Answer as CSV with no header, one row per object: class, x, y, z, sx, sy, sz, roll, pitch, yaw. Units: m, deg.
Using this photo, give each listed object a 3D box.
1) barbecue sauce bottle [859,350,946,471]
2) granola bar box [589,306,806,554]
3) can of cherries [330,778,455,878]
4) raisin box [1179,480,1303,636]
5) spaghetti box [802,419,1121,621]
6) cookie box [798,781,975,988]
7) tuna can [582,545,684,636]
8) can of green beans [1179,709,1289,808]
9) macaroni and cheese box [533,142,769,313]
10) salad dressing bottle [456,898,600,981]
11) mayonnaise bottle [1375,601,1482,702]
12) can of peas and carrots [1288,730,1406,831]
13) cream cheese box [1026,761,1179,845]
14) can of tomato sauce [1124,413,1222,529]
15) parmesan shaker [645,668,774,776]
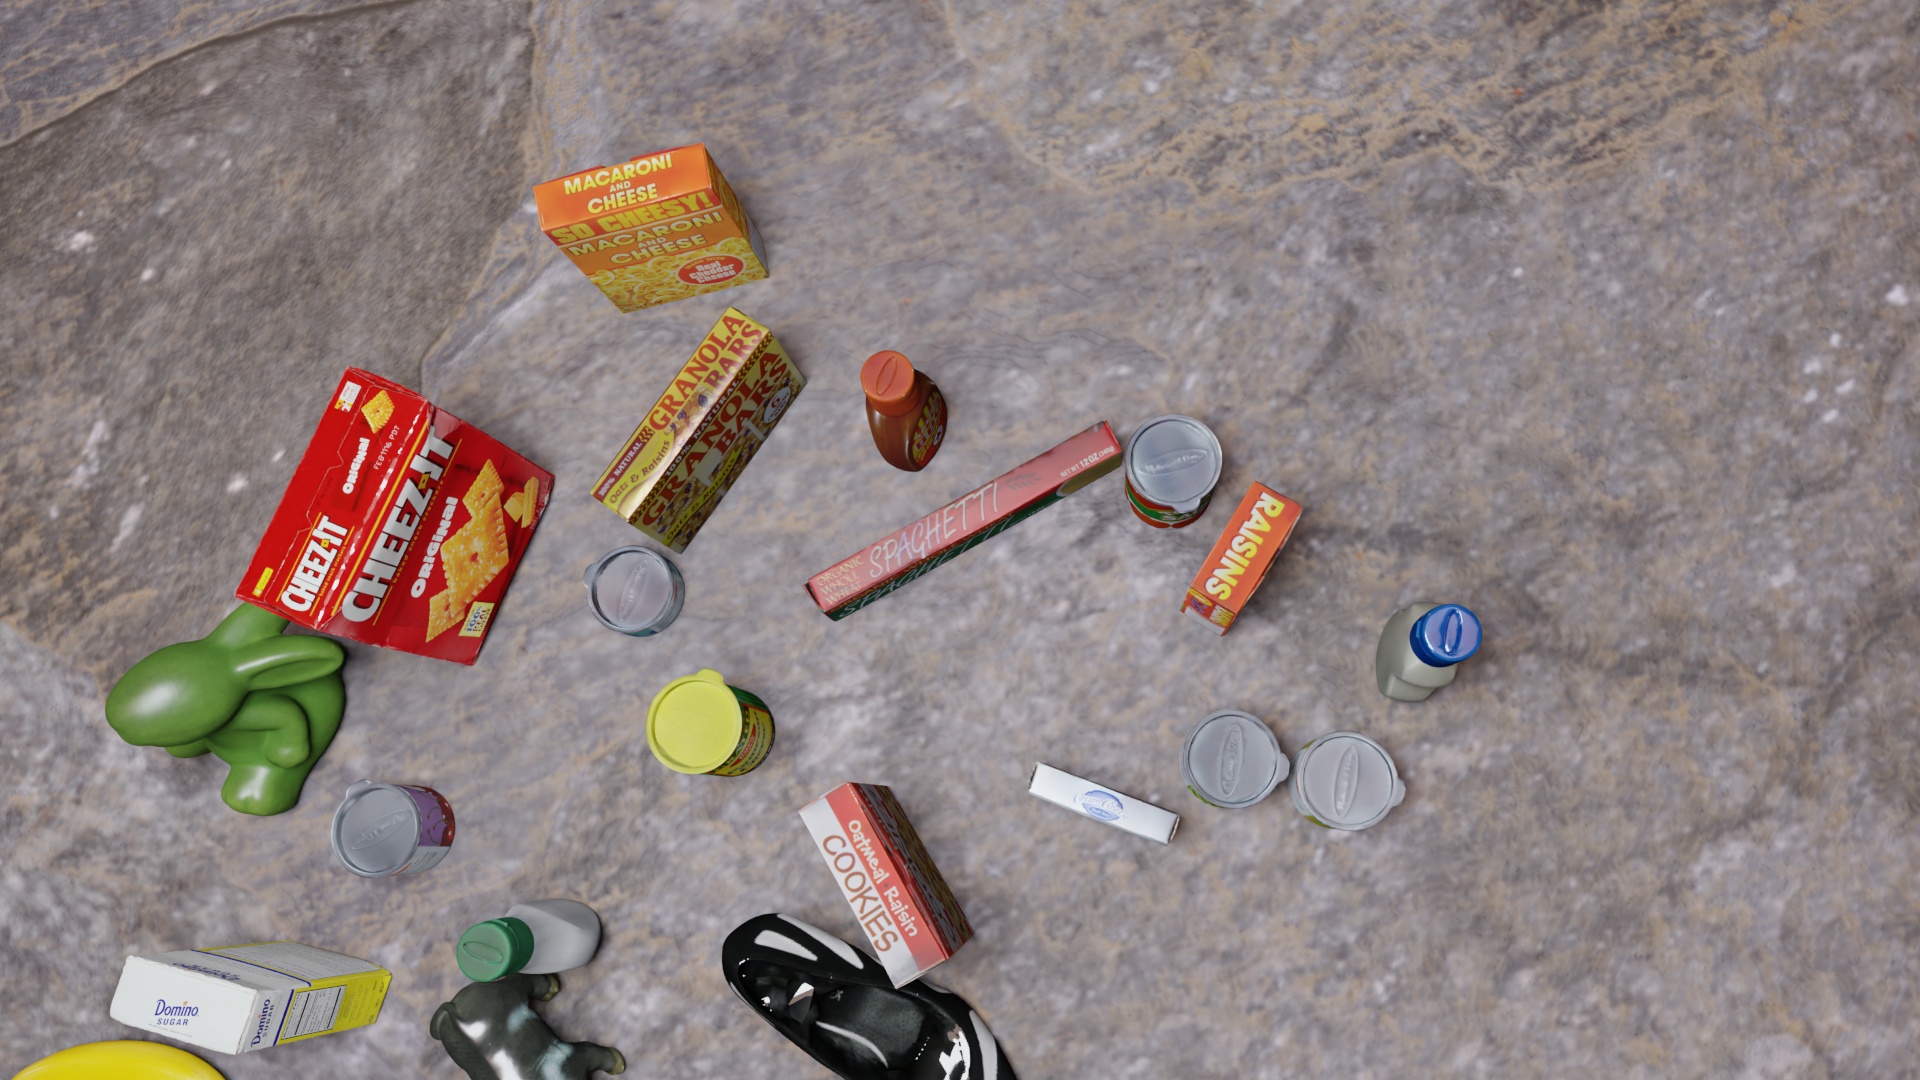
barbecue sauce bottle,-0.042,-0.095,0.990,0.044,0.148,0.065,21,82,10
granola bar box,-0.188,-0.078,1.014,0.039,0.124,0.165,34,84,11
can of cherries,-0.412,0.208,1.011,0.071,0.058,0.071,-1,79,6
raisin box,0.191,0.016,0.956,0.040,0.123,0.086,32,84,11
spaghetti box,0.004,-0.013,1.019,0.250,0.050,0.029,-29,77,0
cookie box,-0.044,0.221,0.915,0.040,0.167,0.123,-32,77,-1
tuna can,-0.245,0.038,1.043,0.071,0.033,0.071,-1,78,6
can of green beans,0.186,0.152,0.962,0.071,0.057,0.071,-1,79,6
macaroni and cheese box,-0.223,-0.227,1.027,0.124,0.166,0.040,-14,78,3
salad dressing bottle,-0.292,0.271,0.940,0.064,0.147,0.044,18,81,9
mayonnaise bottle,0.309,0.071,0.920,0.041,0.148,0.065,9,80,8
can of peas and carrots,0.263,0.165,0.951,0.071,0.058,0.071,-1,79,6
cream cheese box,0.099,0.183,0.966,0.104,0.053,0.024,19,82,9
can of tomato sauce,0.151,-0.046,0.993,0.071,0.083,0.071,-1,79,6
parmesan shaker,-0.172,0.130,0.980,0.071,0.103,0.071,-1,79,6
